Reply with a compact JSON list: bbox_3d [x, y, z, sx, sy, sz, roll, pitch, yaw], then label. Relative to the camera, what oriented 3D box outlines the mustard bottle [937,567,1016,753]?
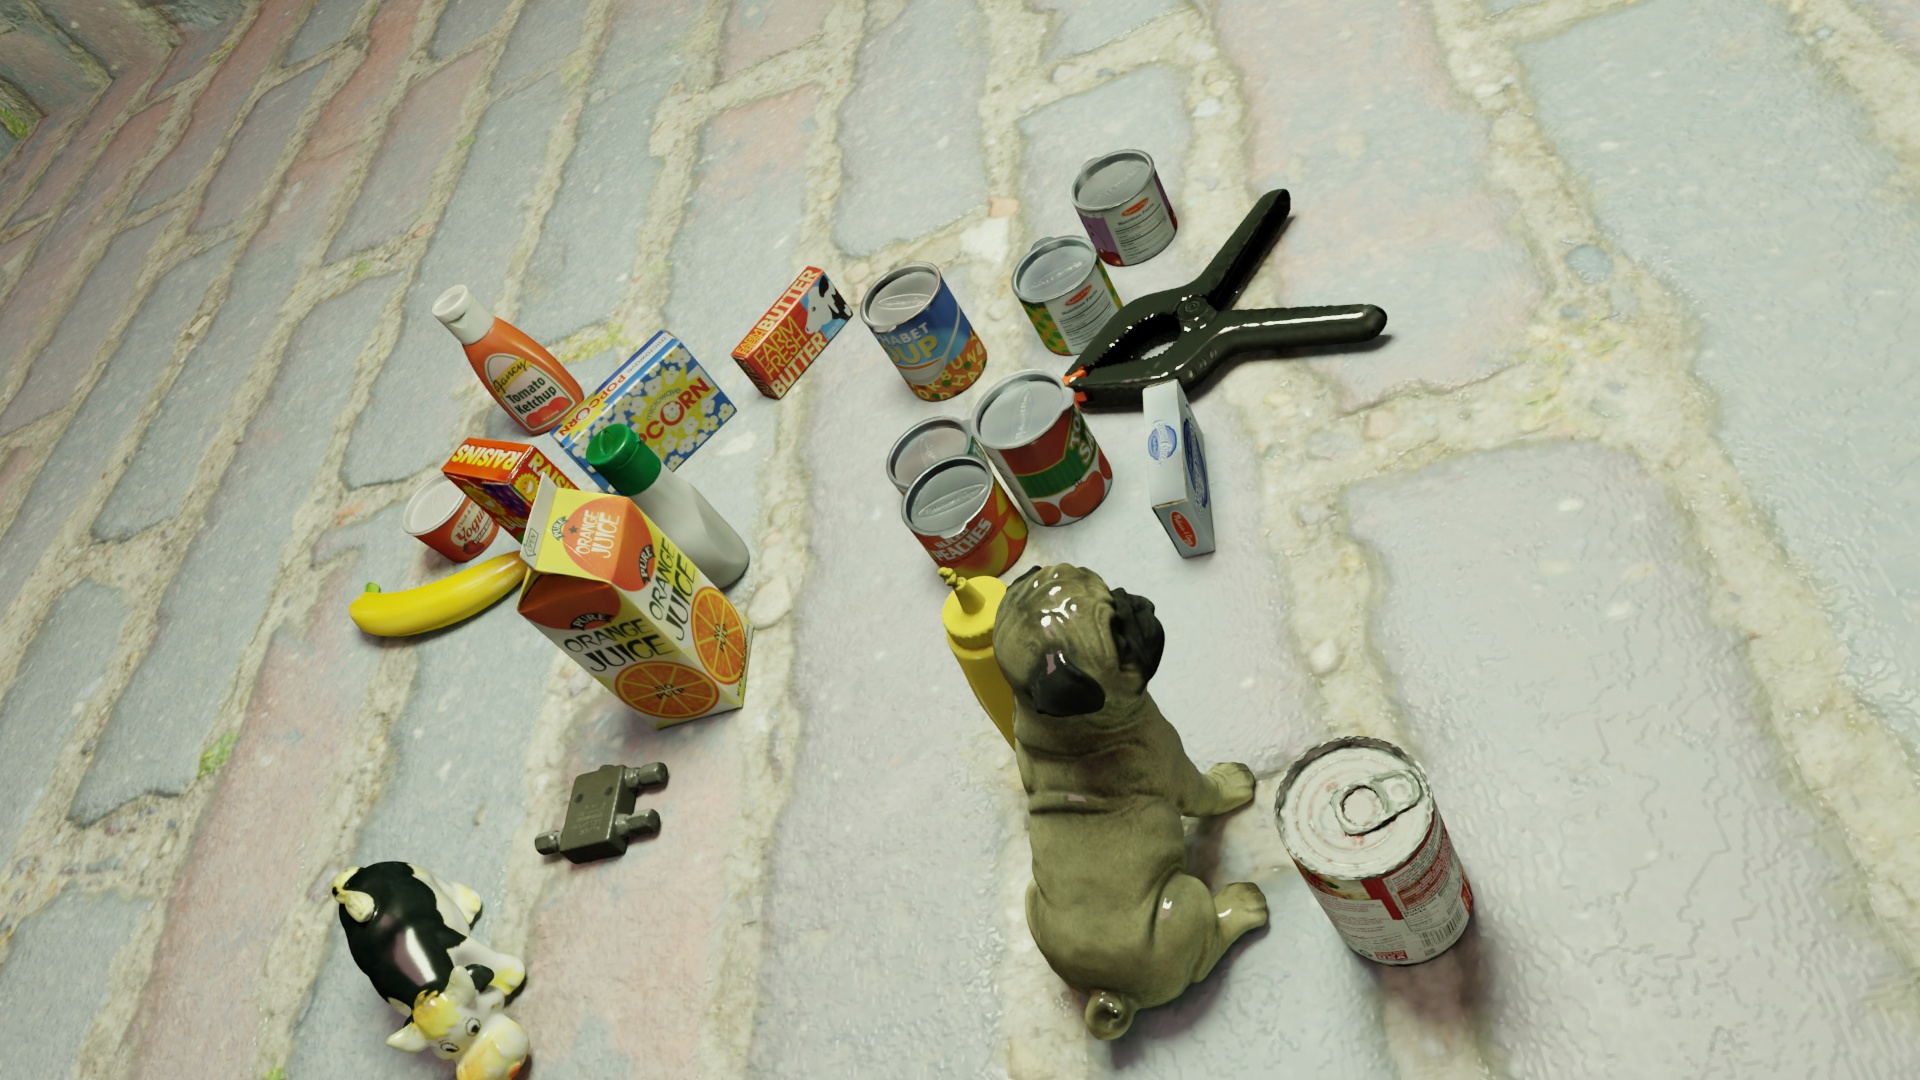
[{"bbox_3d":[0.028,0.064,0.754,0.049,0.159,0.065,-17,46,19],"label":"mustard bottle"}]

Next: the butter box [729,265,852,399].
[{"bbox_3d":[-0.137,-0.170,1.135,0.024,0.053,0.104,22,67,42],"label":"butter box"}]

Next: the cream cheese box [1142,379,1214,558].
[{"bbox_3d":[0.135,-0.045,0.860,0.024,0.053,0.104,-16,47,20],"label":"cream cheese box"}]

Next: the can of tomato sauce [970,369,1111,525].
[{"bbox_3d":[0.055,-0.060,0.900,0.071,0.082,0.071,-17,46,19],"label":"can of tomato sauce"}]

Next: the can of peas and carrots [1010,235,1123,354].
[{"bbox_3d":[0.077,-0.179,1.007,0.071,0.058,0.071,-17,46,19],"label":"can of peas and carrots"}]

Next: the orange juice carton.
[{"bbox_3d":[-0.218,0.039,0.903,0.073,0.192,0.072,-17,47,19],"label":"orange juice carton"}]

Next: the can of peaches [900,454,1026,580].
[{"bbox_3d":[0.003,-0.011,0.908,0.071,0.058,0.071,-17,46,19],"label":"can of peaches"}]

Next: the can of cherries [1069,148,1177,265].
[{"bbox_3d":[0.122,-0.251,1.043,0.071,0.058,0.072,-17,46,19],"label":"can of cherries"}]

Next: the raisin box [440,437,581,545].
[{"bbox_3d":[-0.328,-0.025,1.077,0.086,0.123,0.040,9,59,37],"label":"raisin box"}]

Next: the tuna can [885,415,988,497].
[{"bbox_3d":[-0.014,-0.054,0.974,0.071,0.032,0.071,-17,46,19],"label":"tuna can"}]

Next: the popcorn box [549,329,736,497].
[{"bbox_3d":[-0.254,-0.096,1.121,0.127,0.085,0.038,-46,44,-11],"label":"popcorn box"}]

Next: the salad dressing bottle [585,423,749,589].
[{"bbox_3d":[-0.206,-0.023,0.982,0.044,0.147,0.064,-31,44,6],"label":"salad dressing bottle"}]

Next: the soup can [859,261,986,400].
[{"bbox_3d":[-0.028,-0.152,1.031,0.071,0.083,0.072,-17,46,19],"label":"soup can"}]

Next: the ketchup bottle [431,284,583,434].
[{"bbox_3d":[-0.399,-0.160,1.219,0.064,0.148,0.044,-30,44,6],"label":"ketchup bottle"}]

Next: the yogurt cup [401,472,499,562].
[{"bbox_3d":[-0.432,-0.018,1.185,0.072,0.053,0.073,-17,46,19],"label":"yogurt cup"}]
